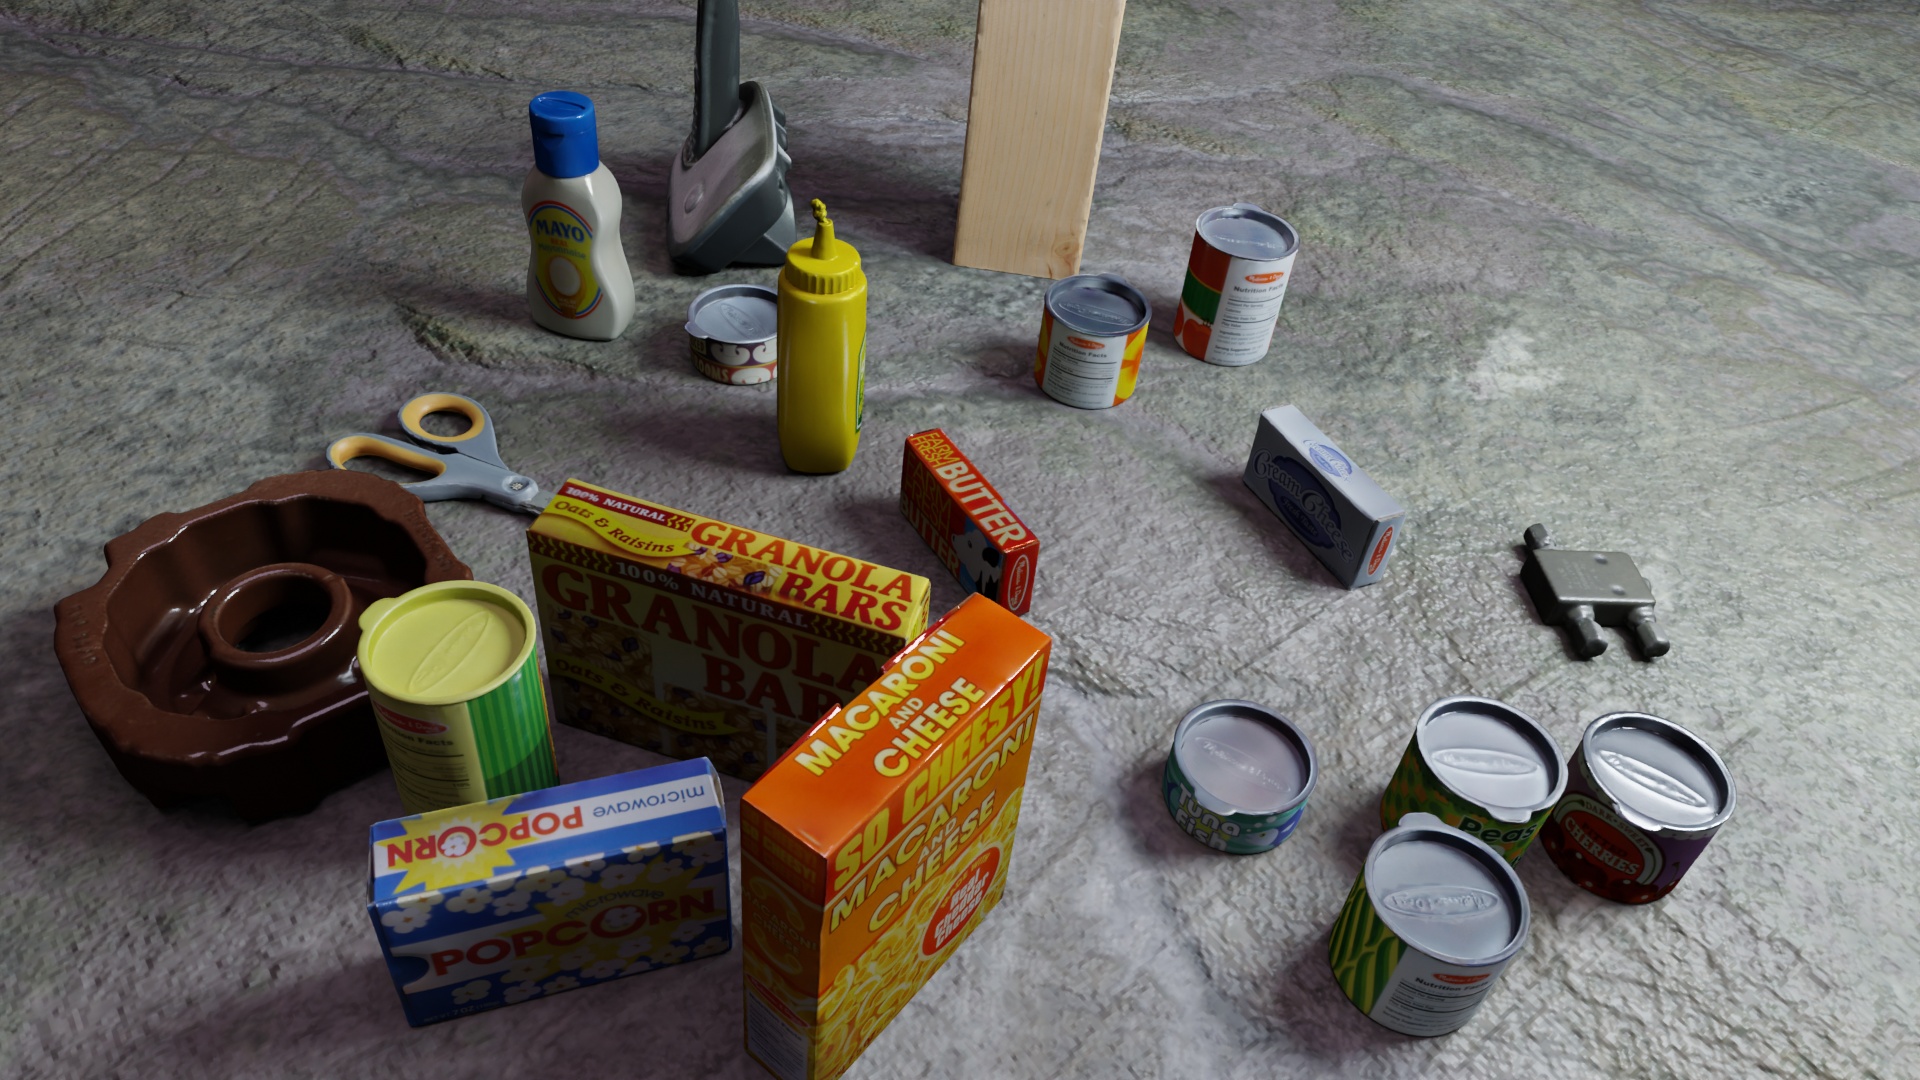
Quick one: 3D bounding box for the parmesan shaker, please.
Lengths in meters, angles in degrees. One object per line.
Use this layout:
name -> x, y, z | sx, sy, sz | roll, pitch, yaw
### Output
parmesan shaker -> -0.208, 0.075, 0.579 | 0.071, 0.102, 0.072 | 4, 43, -3

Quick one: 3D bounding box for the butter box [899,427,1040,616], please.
butter box -> 0.003, -0.009, 0.734 | 0.024, 0.052, 0.104 | -19, 48, -25

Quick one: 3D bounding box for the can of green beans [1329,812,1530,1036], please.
can of green beans -> 0.191, 0.160, 0.572 | 0.071, 0.057, 0.071 | 4, 43, -3

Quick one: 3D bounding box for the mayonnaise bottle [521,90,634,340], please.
mayonnaise bottle -> -0.232, -0.192, 0.832 | 0.065, 0.147, 0.041 | 13, 43, 7

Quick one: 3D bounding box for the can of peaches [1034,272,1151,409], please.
can of peaches -> 0.082, -0.125, 0.867 | 0.071, 0.057, 0.071 | 4, 43, -3

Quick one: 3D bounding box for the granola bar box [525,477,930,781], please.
granola bar box -> -0.099, 0.049, 0.605 | 0.166, 0.123, 0.039 | 15, 43, 9

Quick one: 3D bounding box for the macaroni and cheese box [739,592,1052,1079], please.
macaroni and cheese box -> -0.026, 0.115, 0.512 | 0.040, 0.165, 0.124 | 30, 47, 24

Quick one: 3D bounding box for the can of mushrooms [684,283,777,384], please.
can of mushrooms -> -0.137, -0.127, 0.858 | 0.071, 0.033, 0.071 | 4, 43, -3

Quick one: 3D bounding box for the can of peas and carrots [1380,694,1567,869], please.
can of peas and carrots -> 0.230, 0.115, 0.626 | 0.071, 0.058, 0.071 | 4, 43, -3

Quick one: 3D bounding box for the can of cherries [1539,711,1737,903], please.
can of cherries -> 0.302, 0.122, 0.628 | 0.071, 0.058, 0.072 | 4, 43, -3

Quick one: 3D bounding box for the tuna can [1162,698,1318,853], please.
tuna can -> 0.126, 0.110, 0.637 | 0.071, 0.032, 0.071 | 4, 43, -3

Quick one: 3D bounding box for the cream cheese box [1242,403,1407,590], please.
cream cheese box -> 0.201, -0.026, 0.778 | 0.024, 0.053, 0.104 | -16, 47, -23

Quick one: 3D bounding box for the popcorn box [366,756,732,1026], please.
popcorn box -> -0.153, 0.135, 0.534 | 0.127, 0.084, 0.038 | -9, 45, -17

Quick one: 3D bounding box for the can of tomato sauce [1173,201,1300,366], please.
can of tomato sauce -> 0.178, -0.167, 0.906 | 0.071, 0.082, 0.071 | 4, 43, -3

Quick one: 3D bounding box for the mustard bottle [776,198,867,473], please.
mustard bottle -> -0.076, -0.112, 0.756 | 0.049, 0.159, 0.065 | 2, 43, -5
